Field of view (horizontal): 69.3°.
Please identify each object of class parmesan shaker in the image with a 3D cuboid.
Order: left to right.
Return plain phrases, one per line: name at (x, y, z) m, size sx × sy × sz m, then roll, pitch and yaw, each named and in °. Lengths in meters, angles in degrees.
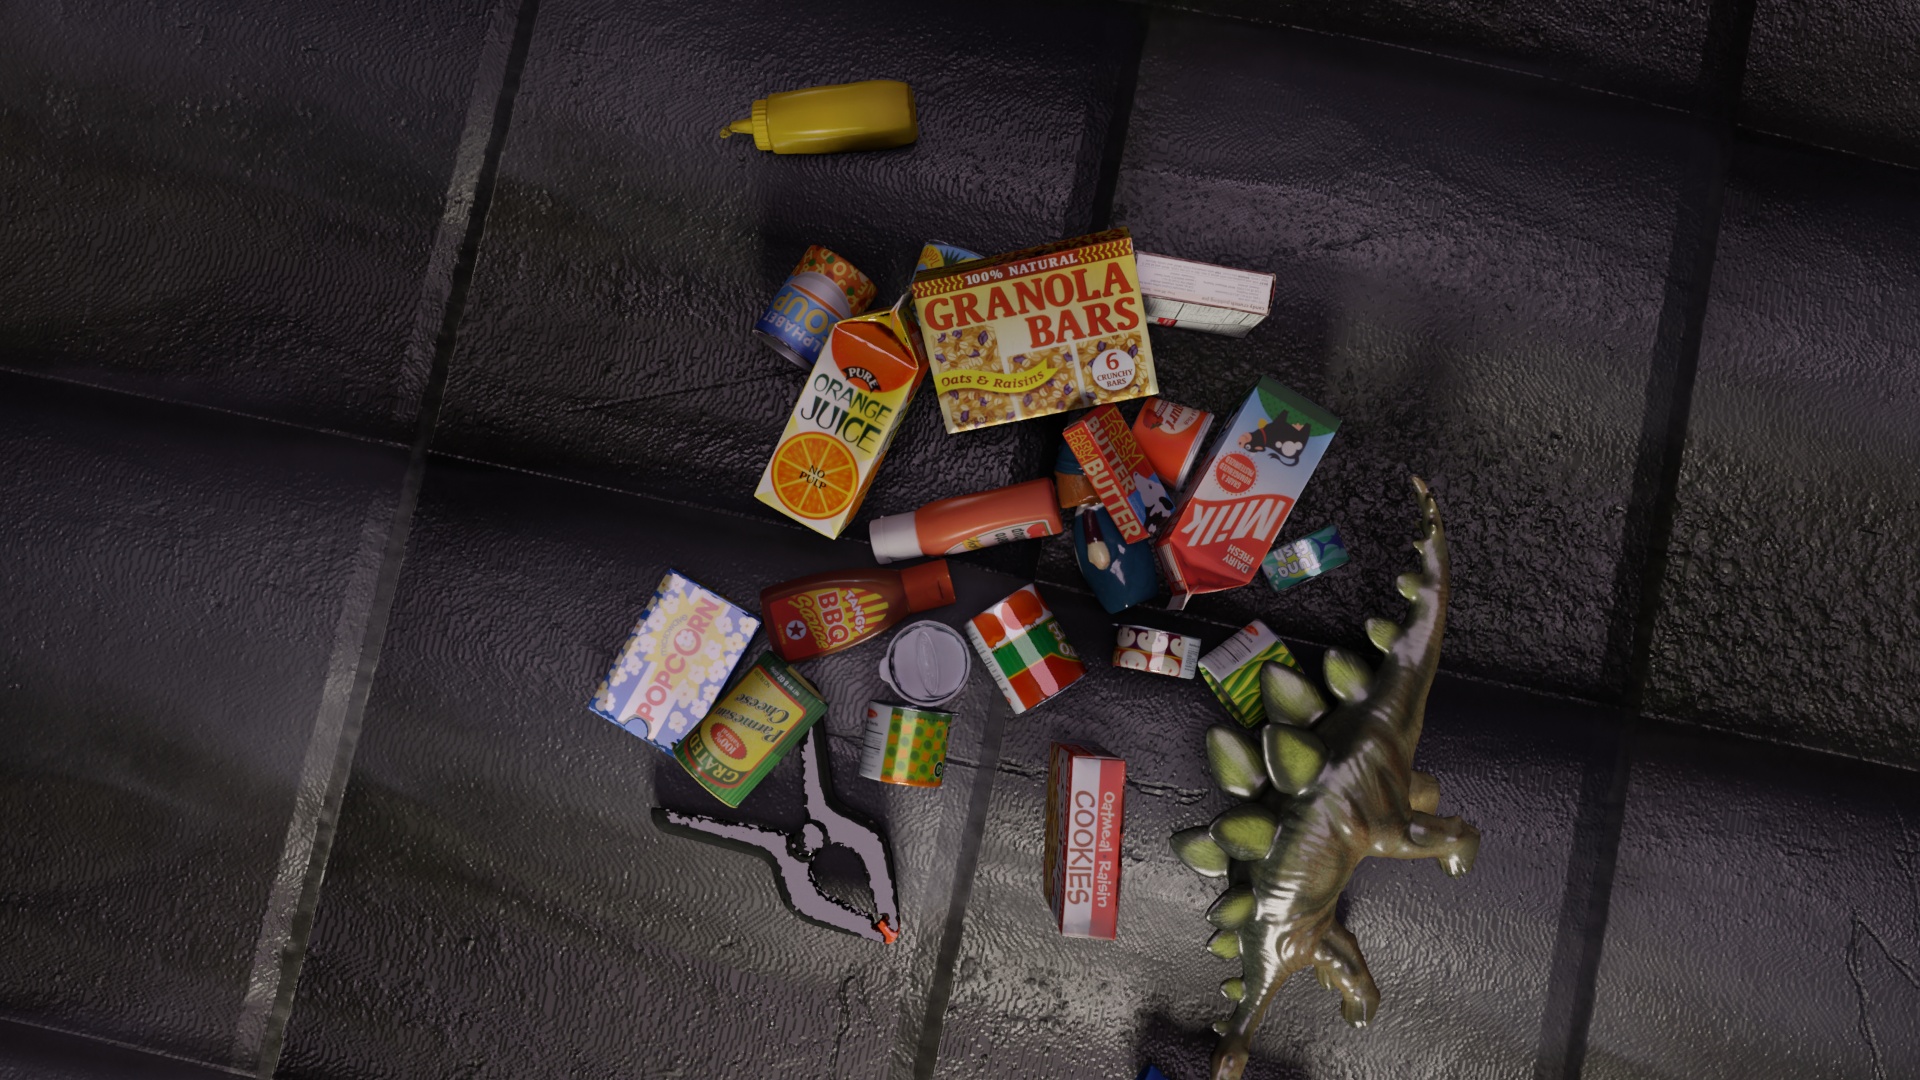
parmesan shaker at (-0.160, 0.139, 1.048) m, size 0.071 × 0.071 × 0.103 m, roll 42°, pitch 85°, yaw 3°

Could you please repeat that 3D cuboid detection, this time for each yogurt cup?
yogurt cup at (0.163, -0.079, 1.103) m, size 0.054 × 0.072 × 0.072 m, roll 25°, pitch 85°, yaw 9°

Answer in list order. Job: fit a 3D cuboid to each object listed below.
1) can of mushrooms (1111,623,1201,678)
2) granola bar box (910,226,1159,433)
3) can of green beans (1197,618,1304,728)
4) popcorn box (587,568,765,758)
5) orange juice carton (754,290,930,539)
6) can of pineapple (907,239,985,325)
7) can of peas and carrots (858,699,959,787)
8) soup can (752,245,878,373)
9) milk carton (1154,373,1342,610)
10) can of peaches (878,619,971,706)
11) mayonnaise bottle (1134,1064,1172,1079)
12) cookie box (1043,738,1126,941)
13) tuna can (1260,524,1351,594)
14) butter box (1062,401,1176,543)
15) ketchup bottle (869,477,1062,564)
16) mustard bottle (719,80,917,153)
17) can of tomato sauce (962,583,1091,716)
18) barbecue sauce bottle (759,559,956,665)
can of mushrooms at (0.150, 0.086, 1.086) m, size 0.071 × 0.071 × 0.033 m, roll 10°, pitch 86°, yaw 0°
granola bar box at (0.058, -0.158, 1.053) m, size 0.165 × 0.039 × 0.123 m, roll -10°, pitch 113°, yaw 9°
can of green beans at (0.228, 0.104, 1.085) m, size 0.058 × 0.071 × 0.071 m, roll -36°, pitch 87°, yaw -3°
popcorn box at (-0.221, 0.096, 1.092) m, size 0.085 × 0.038 × 0.127 m, roll 30°, pitch 85°, yaw 0°
orange juice carton at (-0.080, -0.106, 1.065) m, size 0.073 × 0.072 × 0.192 m, roll 28°, pitch 106°, yaw 1°
can of pineapple at (-0.009, -0.199, 1.107) m, size 0.071 × 0.071 × 0.058 m, roll 19°, pitch 86°, yaw 1°
can of peas and carrots at (-0.040, 0.157, 1.076) m, size 0.071 × 0.071 × 0.059 m, roll 9°, pitch 86°, yaw 0°
soup can at (-0.115, -0.183, 1.102) m, size 0.071 × 0.071 × 0.084 m, roll 33°, pitch 85°, yaw 2°
milk carton at (0.215, -0.027, 1.094) m, size 0.073 × 0.072 × 0.190 m, roll 31°, pitch 85°, yaw 1°
can of peaches at (-0.027, 0.095, 1.086) m, size 0.071 × 0.058 × 0.071 m, roll 0°, pitch 86°, yaw -1°
mayonnaise bottle at (0.196, 0.459, 1.057) m, size 0.148 × 0.064 × 0.041 m, roll 36°, pitch 78°, yaw 6°
cookie box at (0.089, 0.214, 1.022) m, size 0.040 × 0.167 × 0.123 m, roll 4°, pitch 85°, yaw -1°
tuna can at (0.269, 0.015, 1.092) m, size 0.071 × 0.071 × 0.033 m, roll -24°, pitch 85°, yaw -3°
butter box at (0.122, -0.053, 1.066) m, size 0.024 × 0.053 × 0.103 m, roll -25°, pitch 99°, yaw 40°
ketchup bottle at (0.004, -0.014, 1.096) m, size 0.149 × 0.064 × 0.043 m, roll -11°, pitch 76°, yaw 7°
mustard bottle at (-0.116, -0.340, 1.122) m, size 0.160 × 0.065 × 0.049 m, roll -3°, pitch 90°, yaw 2°
can of tomato sauce at (0.052, 0.084, 1.084) m, size 0.071 × 0.071 × 0.083 m, roll -31°, pitch 86°, yaw -3°
barbecue sauce bottle at (-0.079, 0.050, 1.094) m, size 0.149 × 0.044 × 0.064 m, roll -15°, pitch 105°, yaw -3°
